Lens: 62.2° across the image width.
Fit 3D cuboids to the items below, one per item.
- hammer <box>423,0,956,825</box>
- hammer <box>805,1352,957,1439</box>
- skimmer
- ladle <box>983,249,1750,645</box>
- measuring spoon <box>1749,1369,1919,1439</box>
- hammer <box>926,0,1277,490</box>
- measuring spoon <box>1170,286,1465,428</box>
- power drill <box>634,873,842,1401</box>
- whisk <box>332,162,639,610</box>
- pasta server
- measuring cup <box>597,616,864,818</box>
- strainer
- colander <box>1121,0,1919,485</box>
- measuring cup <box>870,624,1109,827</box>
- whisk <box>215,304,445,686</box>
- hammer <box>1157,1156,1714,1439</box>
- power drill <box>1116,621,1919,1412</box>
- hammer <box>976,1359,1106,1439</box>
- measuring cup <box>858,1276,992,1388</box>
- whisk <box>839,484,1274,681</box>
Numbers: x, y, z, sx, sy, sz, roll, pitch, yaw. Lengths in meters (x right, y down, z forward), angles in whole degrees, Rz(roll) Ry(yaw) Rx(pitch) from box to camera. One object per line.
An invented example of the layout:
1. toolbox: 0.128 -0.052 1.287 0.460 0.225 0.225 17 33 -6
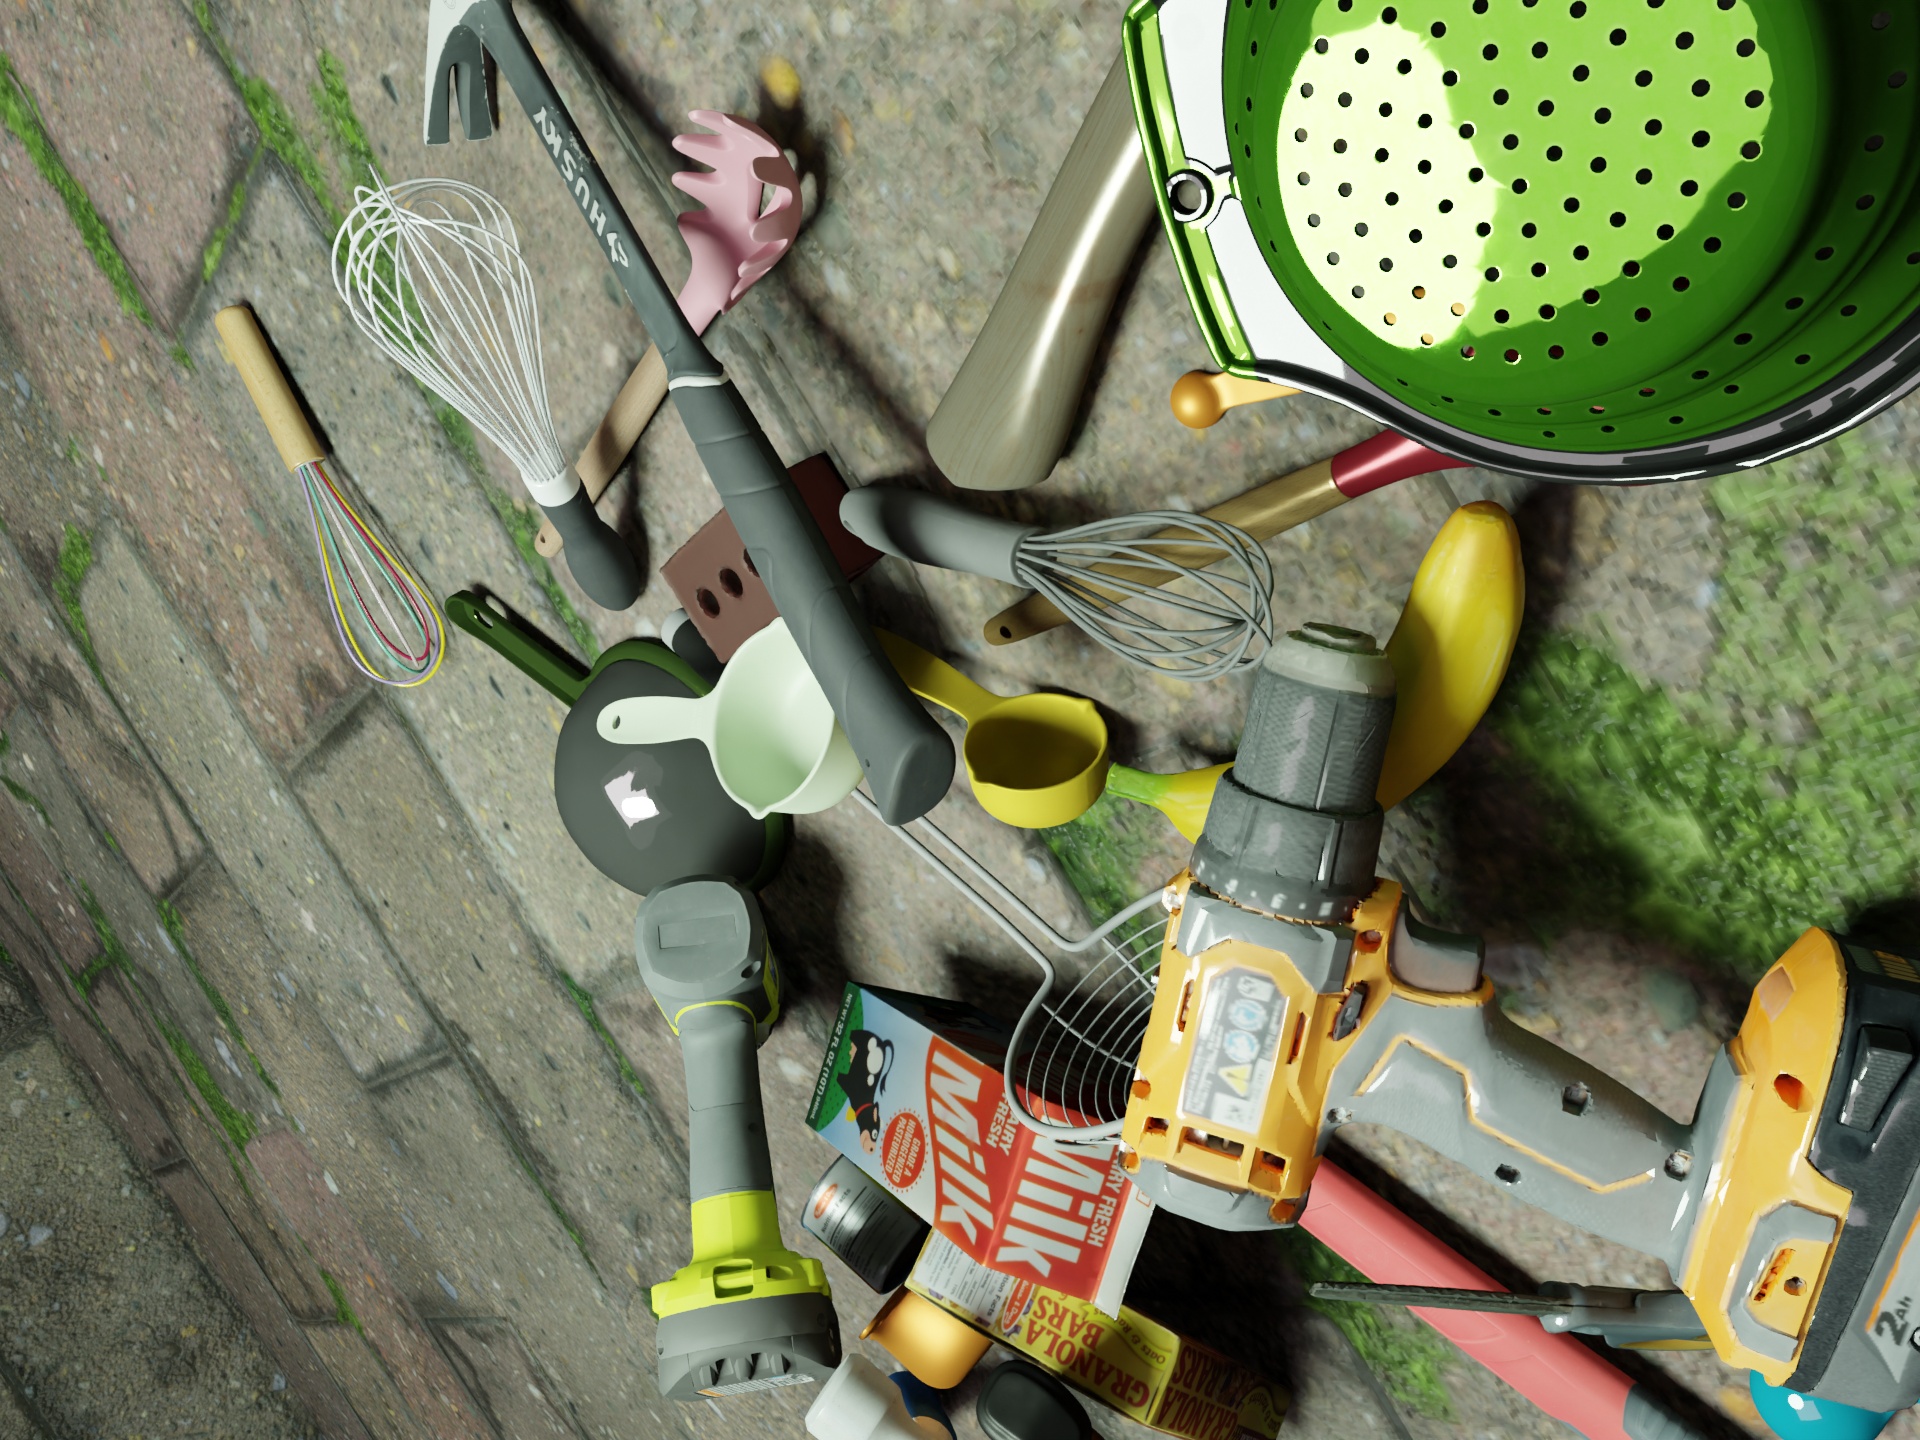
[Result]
1. hammer: -0.112 -0.142 0.611 0.409 0.036 0.149 61 146 12
2. hammer: -0.009 0.358 0.781 0.144 0.035 0.405 36 162 8
3. skimmer: -0.019 0.036 0.661 0.364 0.127 0.090 38 165 29
4. ladle: 0.106 -0.069 0.519 0.315 0.031 0.069 -20 106 51
5. measuring spoon: 0.313 0.219 0.505 0.042 0.021 0.128 44 139 -11
6. hammer: 0.072 -0.219 0.446 0.146 0.038 0.410 48 139 11
7. measuring spoon: 0.110 -0.112 0.497 0.117 0.011 0.021 -10 108 47
8. power drill: -0.111 0.208 0.788 0.190 0.080 0.229 93 168 -65
9. whisk: -0.186 -0.122 0.679 0.070 0.070 0.284 36 163 22
10. pasta server: -0.143 -0.150 0.701 0.316 0.040 0.060 -38 76 51
11. measuring cup: -0.098 0.002 0.688 0.168 0.038 0.083 -1 81 45
12. strainer: -0.204 0.010 0.841 0.256 0.069 0.151 35 135 21
13. colander: 0.194 -0.139 0.292 0.397 0.094 0.204 -6 114 36
14. measuring cup: -0.001 -0.002 0.659 0.157 0.062 0.029 32 146 41
15. whisk: -0.372 -0.133 0.941 0.047 0.051 0.245 -24 94 28
16. hammer: 0.233 0.265 0.607 0.386 0.038 0.143 34 136 24
17. power drill: 0.169 0.080 0.464 0.226 0.084 0.185 14 104 17
18. hammer: 0.067 0.344 0.717 0.127 0.034 0.336 23 156 34
19. measuring cup: -0.007 0.293 0.778 0.052 0.095 0.173 39 -179 14
20. whisk: 0.023 -0.060 0.569 0.239 0.055 0.055 22 131 50
